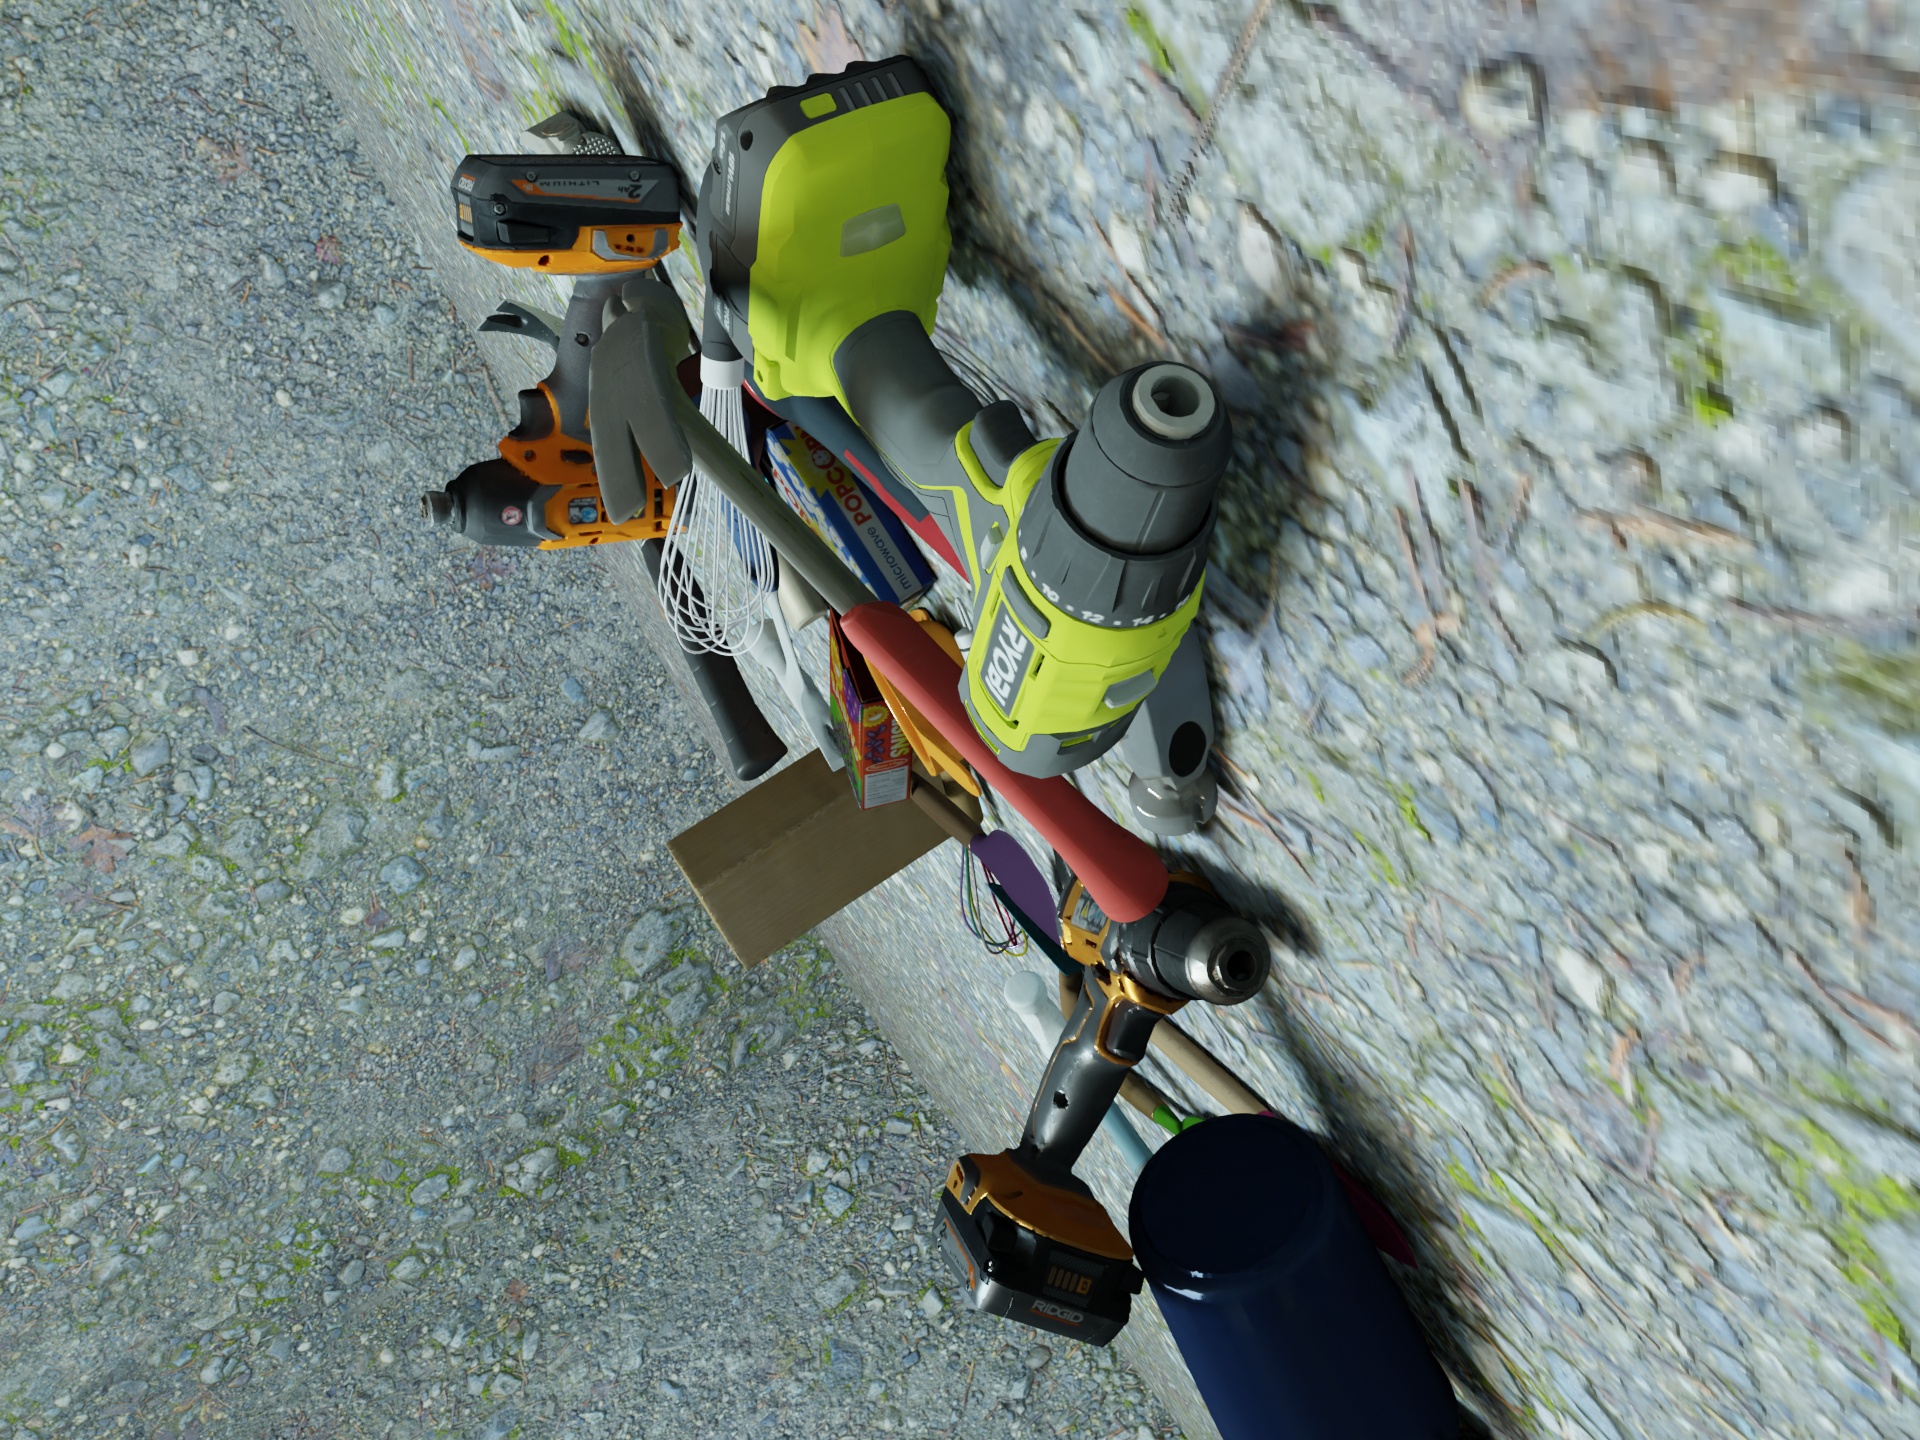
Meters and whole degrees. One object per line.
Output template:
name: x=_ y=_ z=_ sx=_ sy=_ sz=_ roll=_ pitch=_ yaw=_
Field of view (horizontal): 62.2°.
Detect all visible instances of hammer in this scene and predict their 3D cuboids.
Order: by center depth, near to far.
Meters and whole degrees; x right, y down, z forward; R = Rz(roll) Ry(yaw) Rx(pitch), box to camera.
hammer: x=-0.014 y=-0.016 z=0.636 sx=0.358 sy=0.036 sz=0.149 roll=46 pitch=-164 yaw=-36
hammer: x=-0.013 y=-0.106 z=0.755 sx=0.387 sy=0.038 sz=0.143 roll=47 pitch=163 yaw=40
hammer: x=-0.208 y=-0.129 z=1.064 sx=0.149 sy=0.036 sz=0.409 roll=20 pitch=-144 yaw=-55
hammer: x=0.135 y=0.315 z=1.078 sx=0.331 sy=0.033 sz=0.128 roll=52 pitch=175 yaw=41
hammer: x=-0.127 y=-0.089 z=1.082 sx=0.144 sy=0.035 sz=0.405 roll=54 pitch=169 yaw=19
hammer: x=-0.195 y=-0.237 z=1.151 sx=0.146 sy=0.038 sz=0.410 roll=44 pitch=163 yaw=52

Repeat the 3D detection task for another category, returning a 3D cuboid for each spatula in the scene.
spatula: x=0.003 y=0.070 z=1.028 sx=0.316 sy=0.018 sz=0.059 roll=-145 pitch=37 yaw=-67
spatula: x=0.072 y=0.194 z=1.180 sx=0.082 sy=0.044 sz=0.317 roll=48 pitch=166 yaw=24

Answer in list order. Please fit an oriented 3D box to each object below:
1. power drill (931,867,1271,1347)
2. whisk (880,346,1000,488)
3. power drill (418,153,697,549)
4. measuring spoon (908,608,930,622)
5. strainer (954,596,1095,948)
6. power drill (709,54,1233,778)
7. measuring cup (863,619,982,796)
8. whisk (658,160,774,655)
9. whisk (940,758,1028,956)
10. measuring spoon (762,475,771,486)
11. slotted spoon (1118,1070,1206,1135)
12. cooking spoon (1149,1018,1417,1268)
power drill: x=0.072 y=0.180 z=0.776 sx=0.084 sy=0.226 sz=0.185 roll=22 pitch=175 yaw=-14
whisk: x=-0.047 y=-0.172 z=0.707 sx=0.239 sy=0.055 sz=0.055 roll=54 pitch=168 yaw=36
power drill: x=-0.239 y=-0.210 z=0.932 sx=0.084 sy=0.164 sz=0.226 roll=36 pitch=130 yaw=50
measuring spoon: x=-0.031 y=-0.057 z=1.027 sx=0.117 sy=0.011 sz=0.021 roll=158 pitch=98 yaw=-75
strainer: x=0.050 y=0.047 z=0.899 sx=0.087 sy=0.050 sz=0.258 roll=-120 pitch=6 yaw=-75
power drill: x=0.003 y=-0.110 z=0.534 sx=0.229 sy=0.080 sz=0.190 roll=57 pitch=159 yaw=18
measuring cup: x=-0.001 y=-0.003 z=0.914 sx=0.095 sy=0.052 sz=0.174 roll=63 pitch=171 yaw=-27
whisk: x=-0.127 y=-0.158 z=0.851 sx=0.070 sy=0.070 sz=0.284 roll=46 pitch=139 yaw=43
whisk: x=0.014 y=0.087 z=1.144 sx=0.047 sy=0.051 sz=0.244 roll=-121 pitch=12 yaw=-49
measuring spoon: x=-0.143 y=-0.151 z=1.110 sx=0.042 sy=0.021 sz=0.128 roll=53 pitch=151 yaw=-3
slotted spoon: x=0.141 y=0.288 z=1.191 sx=0.070 sy=0.031 sz=0.314 roll=65 pitch=168 yaw=-13
cooking spoon: x=0.166 y=0.227 z=0.950 sx=0.068 sy=0.017 sz=0.319 roll=56 pitch=169 yaw=-27
